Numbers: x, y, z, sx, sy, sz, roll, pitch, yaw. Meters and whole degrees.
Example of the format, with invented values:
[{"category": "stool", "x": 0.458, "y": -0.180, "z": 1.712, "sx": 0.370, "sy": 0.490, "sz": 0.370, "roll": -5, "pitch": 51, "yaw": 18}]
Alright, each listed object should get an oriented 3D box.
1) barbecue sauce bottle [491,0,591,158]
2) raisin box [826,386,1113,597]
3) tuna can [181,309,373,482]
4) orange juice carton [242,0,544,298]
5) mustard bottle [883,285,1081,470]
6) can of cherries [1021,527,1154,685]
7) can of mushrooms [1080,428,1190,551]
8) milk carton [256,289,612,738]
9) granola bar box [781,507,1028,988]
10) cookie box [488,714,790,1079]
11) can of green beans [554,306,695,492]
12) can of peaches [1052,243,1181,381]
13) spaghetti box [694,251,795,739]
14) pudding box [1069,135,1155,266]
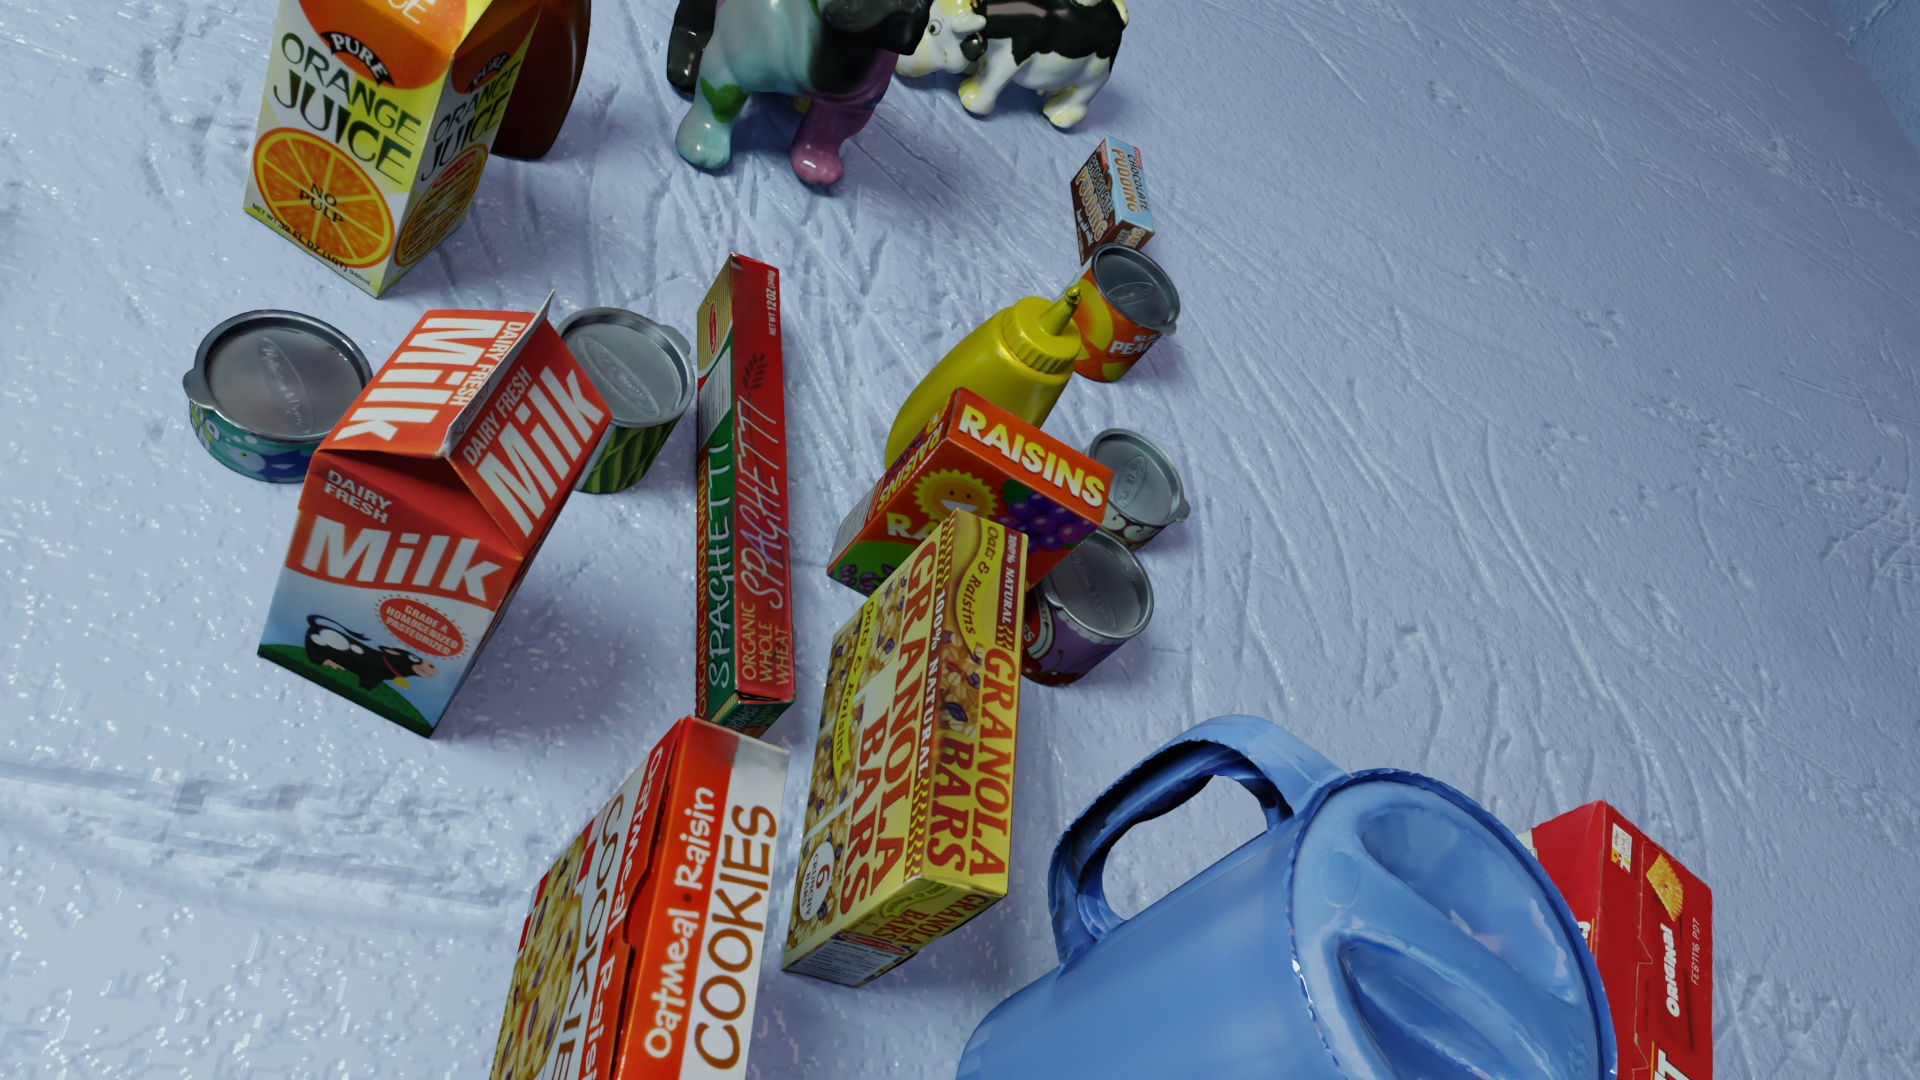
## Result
[{"category": "barbecue sauce bottle", "x": -0.209, "y": -0.254, "z": 0.675, "sx": 0.065, "sy": 0.147, "sz": 0.044, "roll": 17, "pitch": 52, "yaw": -24}, {"category": "raisin box", "x": 0.002, "y": -0.008, "z": 0.664, "sx": 0.086, "sy": 0.122, "sz": 0.040, "roll": 29, "pitch": 48, "yaw": -15}, {"category": "tuna can", "x": -0.281, "y": -0.058, "z": 0.569, "sx": 0.071, "sy": 0.032, "sz": 0.071, "roll": 18, "pitch": 51, "yaw": -24}, {"category": "orange juice carton", "x": -0.237, "y": -0.200, "z": 0.587, "sx": 0.072, "sy": 0.191, "sz": 0.073, "roll": 35, "pitch": 46, "yaw": -9}, {"category": "mustard bottle", "x": 0.020, "y": -0.077, "z": 0.698, "sx": 0.065, "sy": 0.159, "sz": 0.049, "roll": 34, "pitch": 46, "yaw": -10}, {"category": "can of cherries", "x": 0.054, "y": 0.034, "z": 0.714, "sx": 0.071, "sy": 0.058, "sz": 0.072, "roll": 18, "pitch": 51, "yaw": -24}, {"category": "can of mushrooms", "x": 0.095, "y": -0.027, "z": 0.803, "sx": 0.071, "sy": 0.033, "sz": 0.071, "roll": 18, "pitch": 51, "yaw": -24}, {"category": "milk carton", "x": -0.184, "y": -0.010, "z": 0.490, "sx": 0.073, "sy": 0.189, "sz": 0.073, "roll": 30, "pitch": 47, "yaw": -14}, {"category": "granola bar box", "x": -0.021, "y": 0.087, "z": 0.580, "sx": 0.039, "sy": 0.123, "sz": 0.166, "roll": 22, "pitch": 50, "yaw": -21}, {"category": "cookie box", "x": -0.112, "y": 0.147, "z": 0.445, "sx": 0.040, "sy": 0.166, "sz": 0.123, "roll": 20, "pitch": 50, "yaw": -22}, {"category": "can of green beans", "x": -0.163, "y": -0.063, "z": 0.635, "sx": 0.071, "sy": 0.057, "sz": 0.071, "roll": 18, "pitch": 51, "yaw": -24}, {"category": "can of peaches", "x": 0.095, "y": -0.139, "z": 0.865, "sx": 0.071, "sy": 0.057, "sz": 0.071, "roll": 18, "pitch": 51, "yaw": -24}, {"category": "spaghetti box", "x": -0.104, "y": -0.026, "z": 0.654, "sx": 0.029, "sy": 0.050, "sz": 0.251, "roll": 12, "pitch": 53, "yaw": -28}, {"category": "pudding box", "x": 0.102, "y": -0.225, "z": 0.936, "sx": 0.030, "sy": 0.049, "sz": 0.084, "roll": 15, "pitch": 52, "yaw": -26}]
